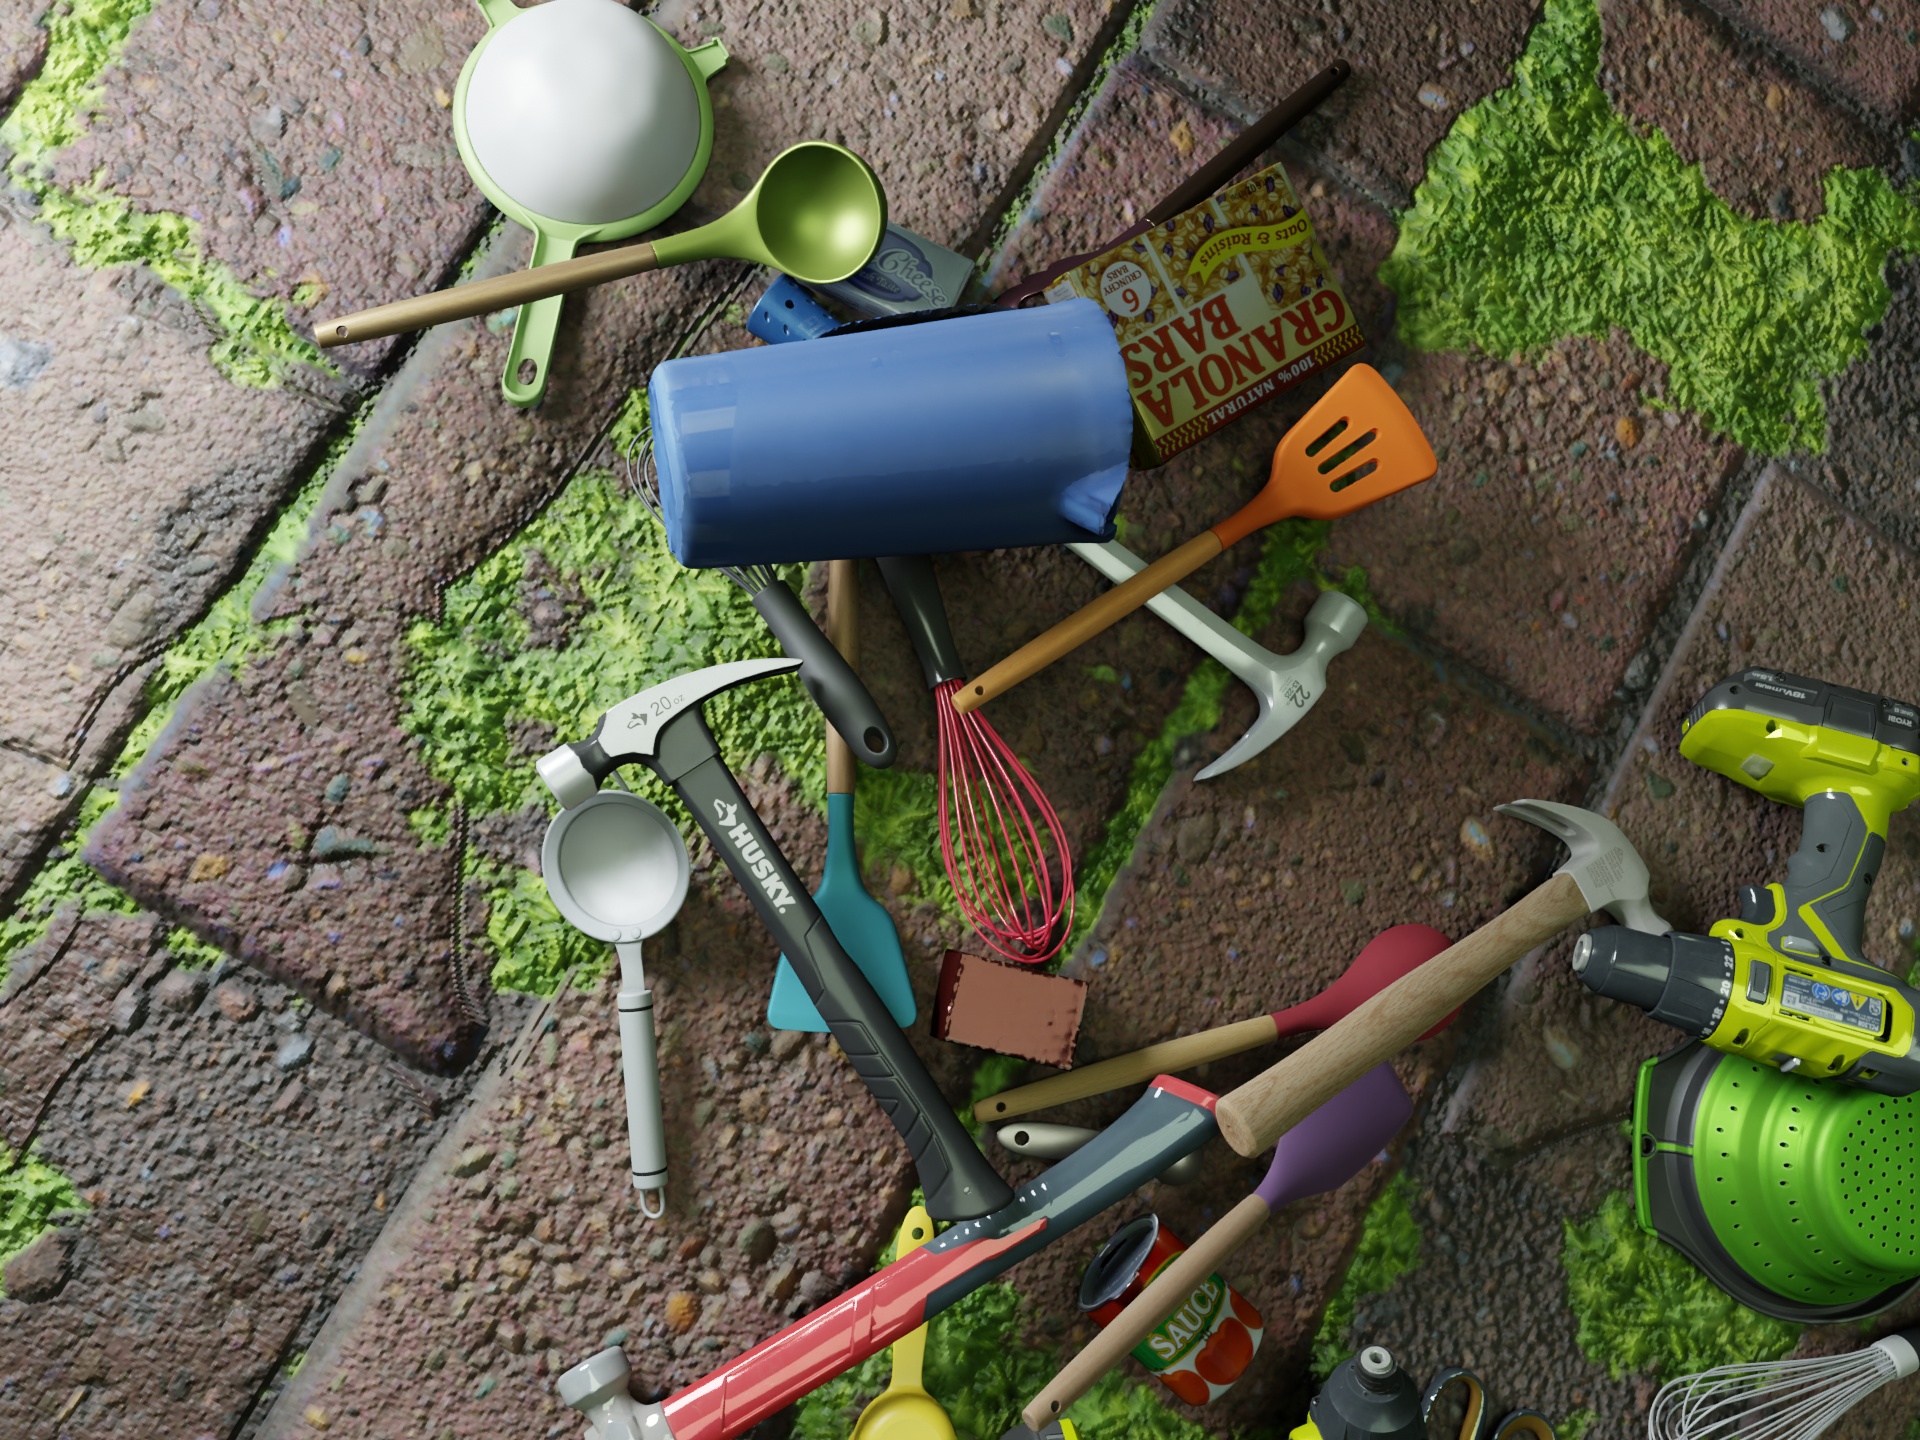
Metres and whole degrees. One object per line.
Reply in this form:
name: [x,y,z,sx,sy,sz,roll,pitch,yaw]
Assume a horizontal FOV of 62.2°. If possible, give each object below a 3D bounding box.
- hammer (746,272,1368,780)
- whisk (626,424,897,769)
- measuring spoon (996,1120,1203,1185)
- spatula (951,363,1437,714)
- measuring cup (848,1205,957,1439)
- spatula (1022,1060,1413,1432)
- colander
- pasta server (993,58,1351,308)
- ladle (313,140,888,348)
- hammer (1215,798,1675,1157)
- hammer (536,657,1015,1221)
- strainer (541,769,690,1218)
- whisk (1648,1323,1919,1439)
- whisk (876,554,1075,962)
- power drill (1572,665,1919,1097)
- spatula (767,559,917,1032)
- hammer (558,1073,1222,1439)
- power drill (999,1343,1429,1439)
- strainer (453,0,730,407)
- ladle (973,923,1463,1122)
hammer: [0.045,-0.123,0.946,0.405,0.035,0.144,36,79,-3]
whisk: [-0.110,-0.070,0.895,0.055,0.055,0.239,-35,83,-11]
measuring spoon: [0.082,0.247,0.917,0.124,0.018,0.034,8,82,-7]
spatula: [0.130,-0.094,0.915,0.322,0.041,0.081,-33,87,-15]
measuring cup: [-0.027,0.352,0.881,0.062,0.029,0.156,5,82,-8]
spatula: [0.147,0.279,0.872,0.316,0.018,0.060,-31,89,-33]
colander: [0.612,0.270,0.959,0.397,0.094,0.204,4,83,-8]
pasta server: [0.133,-0.318,0.990,0.316,0.040,0.060,-42,91,-15]
ladle: [-0.193,-0.251,0.877,0.320,0.062,0.078,-18,105,-14]
hammer: [0.278,0.150,0.920,0.331,0.031,0.130,-26,86,-24]
hammer: [-0.072,0.121,0.846,0.146,0.035,0.335,-33,91,-11]
strainer: [-0.181,0.146,0.877,0.087,0.050,0.258,-5,90,13]
whisk: [0.536,0.395,0.956,0.284,0.070,0.070,-14,86,-15]
whisk: [-0.001,-0.003,0.916,0.073,0.073,0.296,-17,80,-11]
power drill: [0.473,0.089,0.935,0.190,0.080,0.229,16,66,9]
spatula: [-0.066,0.015,0.908,0.082,0.044,0.317,0,82,-2]
hammer: [-0.013,0.320,0.864,0.386,0.038,0.143,-28,74,-10]
power drill: [0.138,0.413,0.847,0.223,0.080,0.171,-10,121,-8]
strainer: [-0.227,-0.308,0.908,0.151,0.069,0.256,11,80,-8]
ladle: [0.159,0.186,0.934,0.315,0.031,0.069,-14,83,-9]
